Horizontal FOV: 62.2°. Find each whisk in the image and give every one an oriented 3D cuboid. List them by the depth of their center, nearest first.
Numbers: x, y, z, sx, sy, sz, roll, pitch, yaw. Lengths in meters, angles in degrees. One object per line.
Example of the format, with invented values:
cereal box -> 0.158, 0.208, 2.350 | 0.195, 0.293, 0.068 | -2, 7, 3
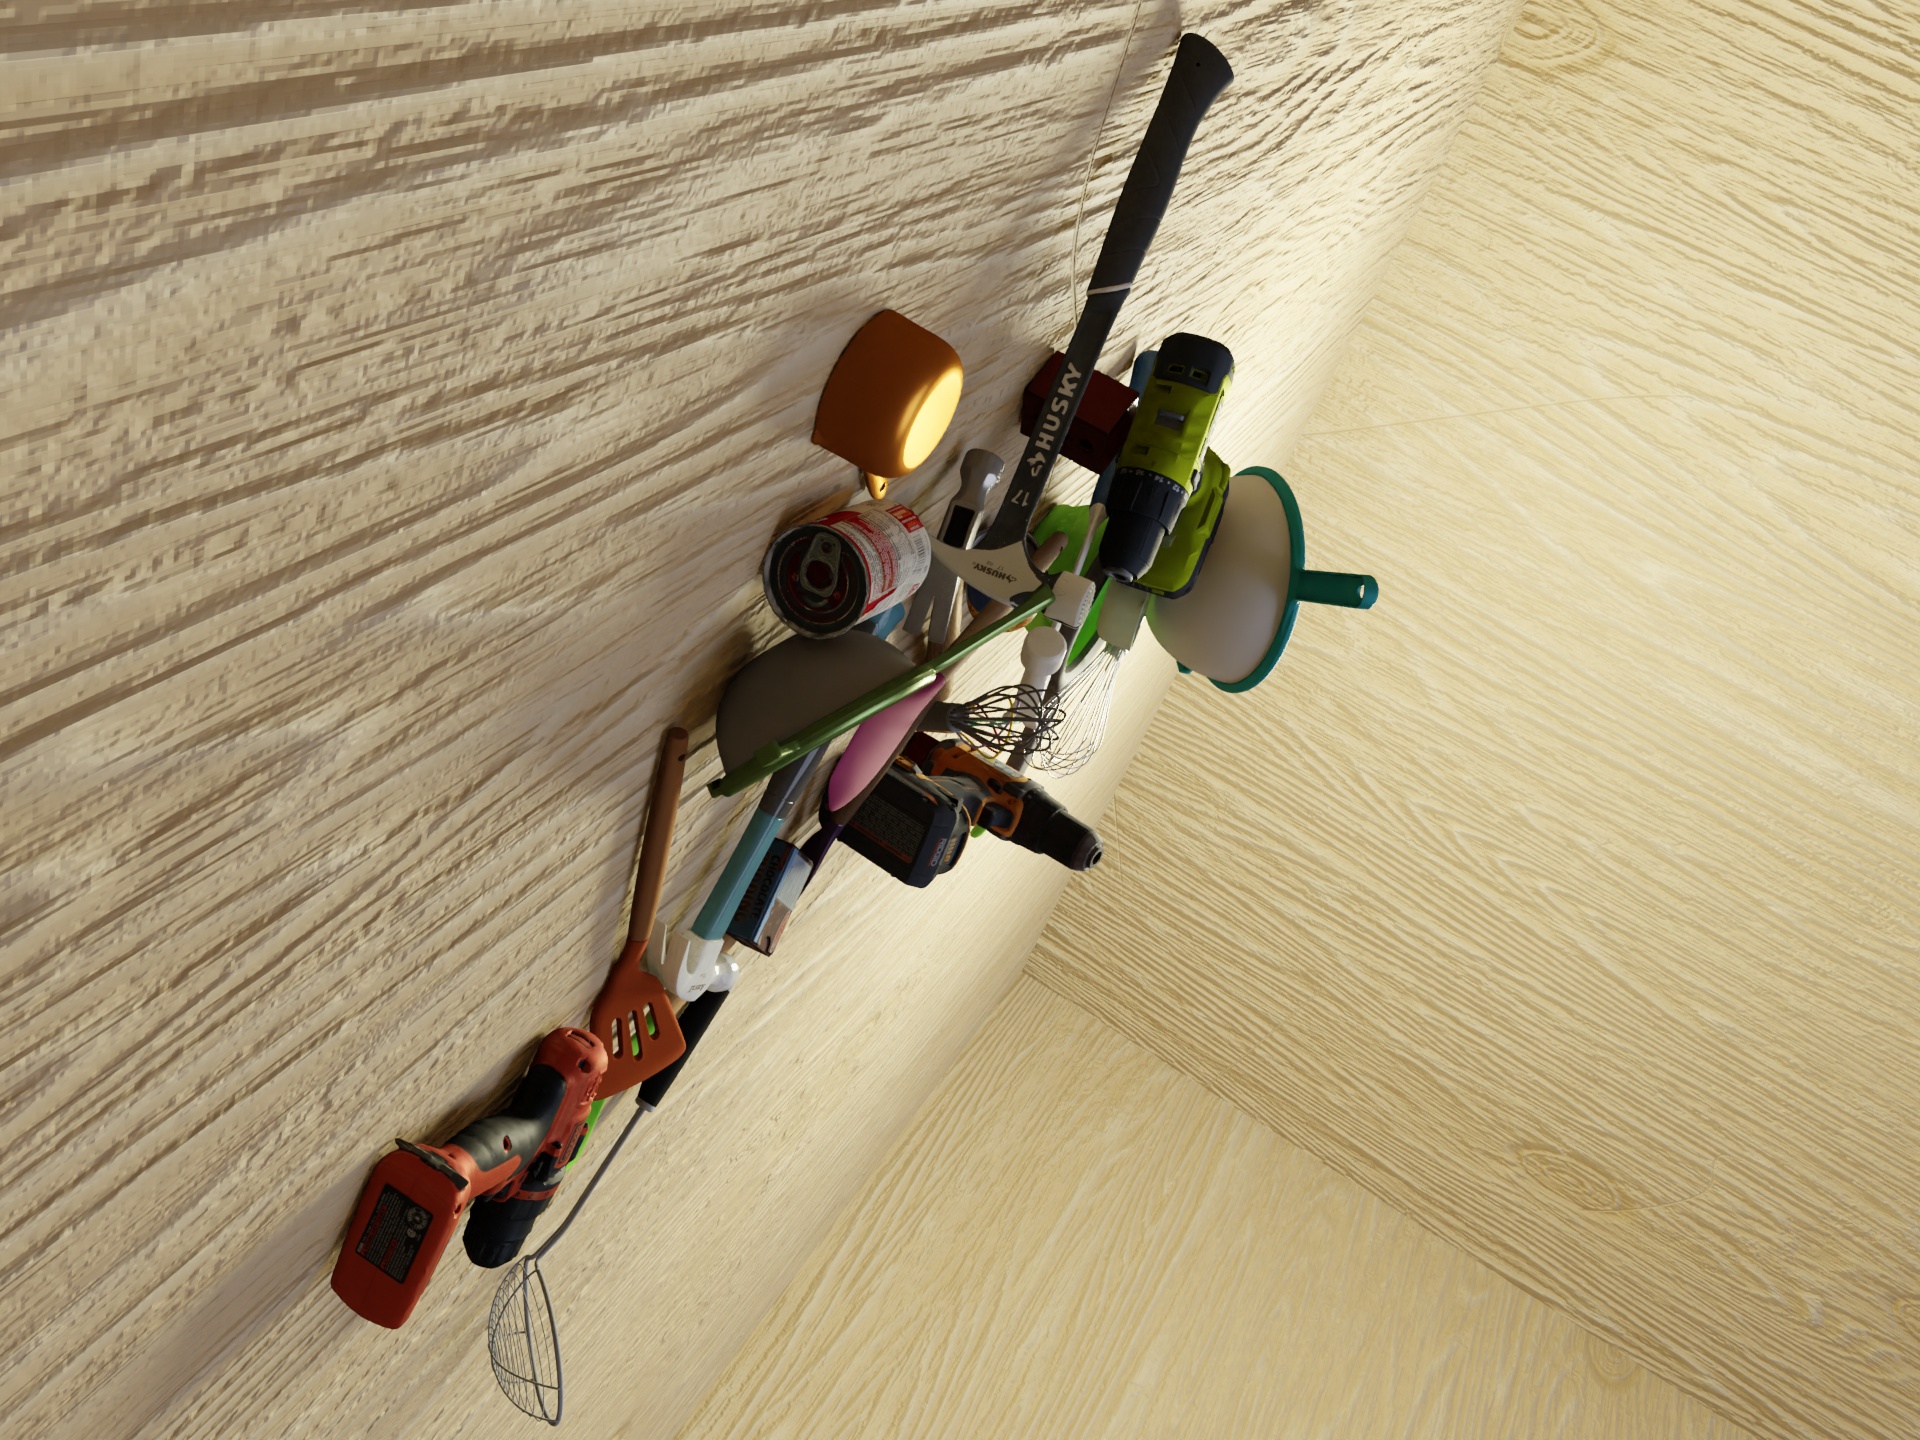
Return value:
whisk -> -0.002, -0.005, 1.213 | 0.239, 0.055, 0.055 | 5, -126, 54
whisk -> -0.003, 0.004, 1.340 | 0.051, 0.047, 0.245 | -17, -174, -17
whisk -> 0.138, -0.051, 1.498 | 0.285, 0.070, 0.070 | -57, 170, -36

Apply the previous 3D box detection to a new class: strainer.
strainer -> -0.054, -0.043, 0.997 | 0.256, 0.069, 0.151 | -32, -178, -23
strainer -> 0.242, -0.125, 1.402 | 0.340, 0.095, 0.211 | -155, -109, -72

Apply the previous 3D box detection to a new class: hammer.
hammer -> 0.089, -0.276, 1.085 | 0.036, 0.149, 0.409 | 30, 82, -79
hammer -> -0.129, 0.054, 1.142 | 0.331, 0.033, 0.128 | -62, 162, 4
hammer -> -0.012, -0.082, 1.265 | 0.331, 0.031, 0.130 | 100, 10, -70
hammer -> 0.114, -0.169, 1.383 | 0.144, 0.035, 0.406 | 104, 6, -57

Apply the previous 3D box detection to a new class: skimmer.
skimmer -> -0.264, 0.376, 1.278 | 0.363, 0.090, 0.127 | -58, -159, -15

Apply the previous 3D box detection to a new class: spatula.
spatula -> -0.200, 0.129, 1.031 | 0.081, 0.041, 0.322 | -23, 146, -38
spatula -> -0.085, 0.060, 1.262 | 0.315, 0.018, 0.060 | -54, -156, 33

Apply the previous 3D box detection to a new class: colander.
colander -> 0.073, -0.070, 1.548 | 0.397, 0.094, 0.204 | -63, 168, 17

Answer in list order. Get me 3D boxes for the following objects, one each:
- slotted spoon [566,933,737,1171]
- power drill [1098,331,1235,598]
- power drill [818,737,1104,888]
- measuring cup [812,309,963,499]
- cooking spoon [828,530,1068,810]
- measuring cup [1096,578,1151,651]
slotted spoon -> -0.218, 0.212, 1.209 | 0.314, 0.031, 0.070 | -51, 156, -42
power drill -> 0.162, -0.179, 1.276 | 0.228, 0.080, 0.190 | 54, 56, -76
power drill -> 0.008, 0.085, 1.376 | 0.226, 0.185, 0.084 | -6, 123, -59
measuring cup -> -0.035, -0.166, 0.939 | 0.095, 0.052, 0.173 | -55, 166, -17
cooking spoon -> -0.003, -0.046, 1.147 | 0.319, 0.017, 0.068 | -50, 157, -37
measuring cup -> 0.160, -0.146, 1.419 | 0.083, 0.038, 0.167 | 2, 105, -82
